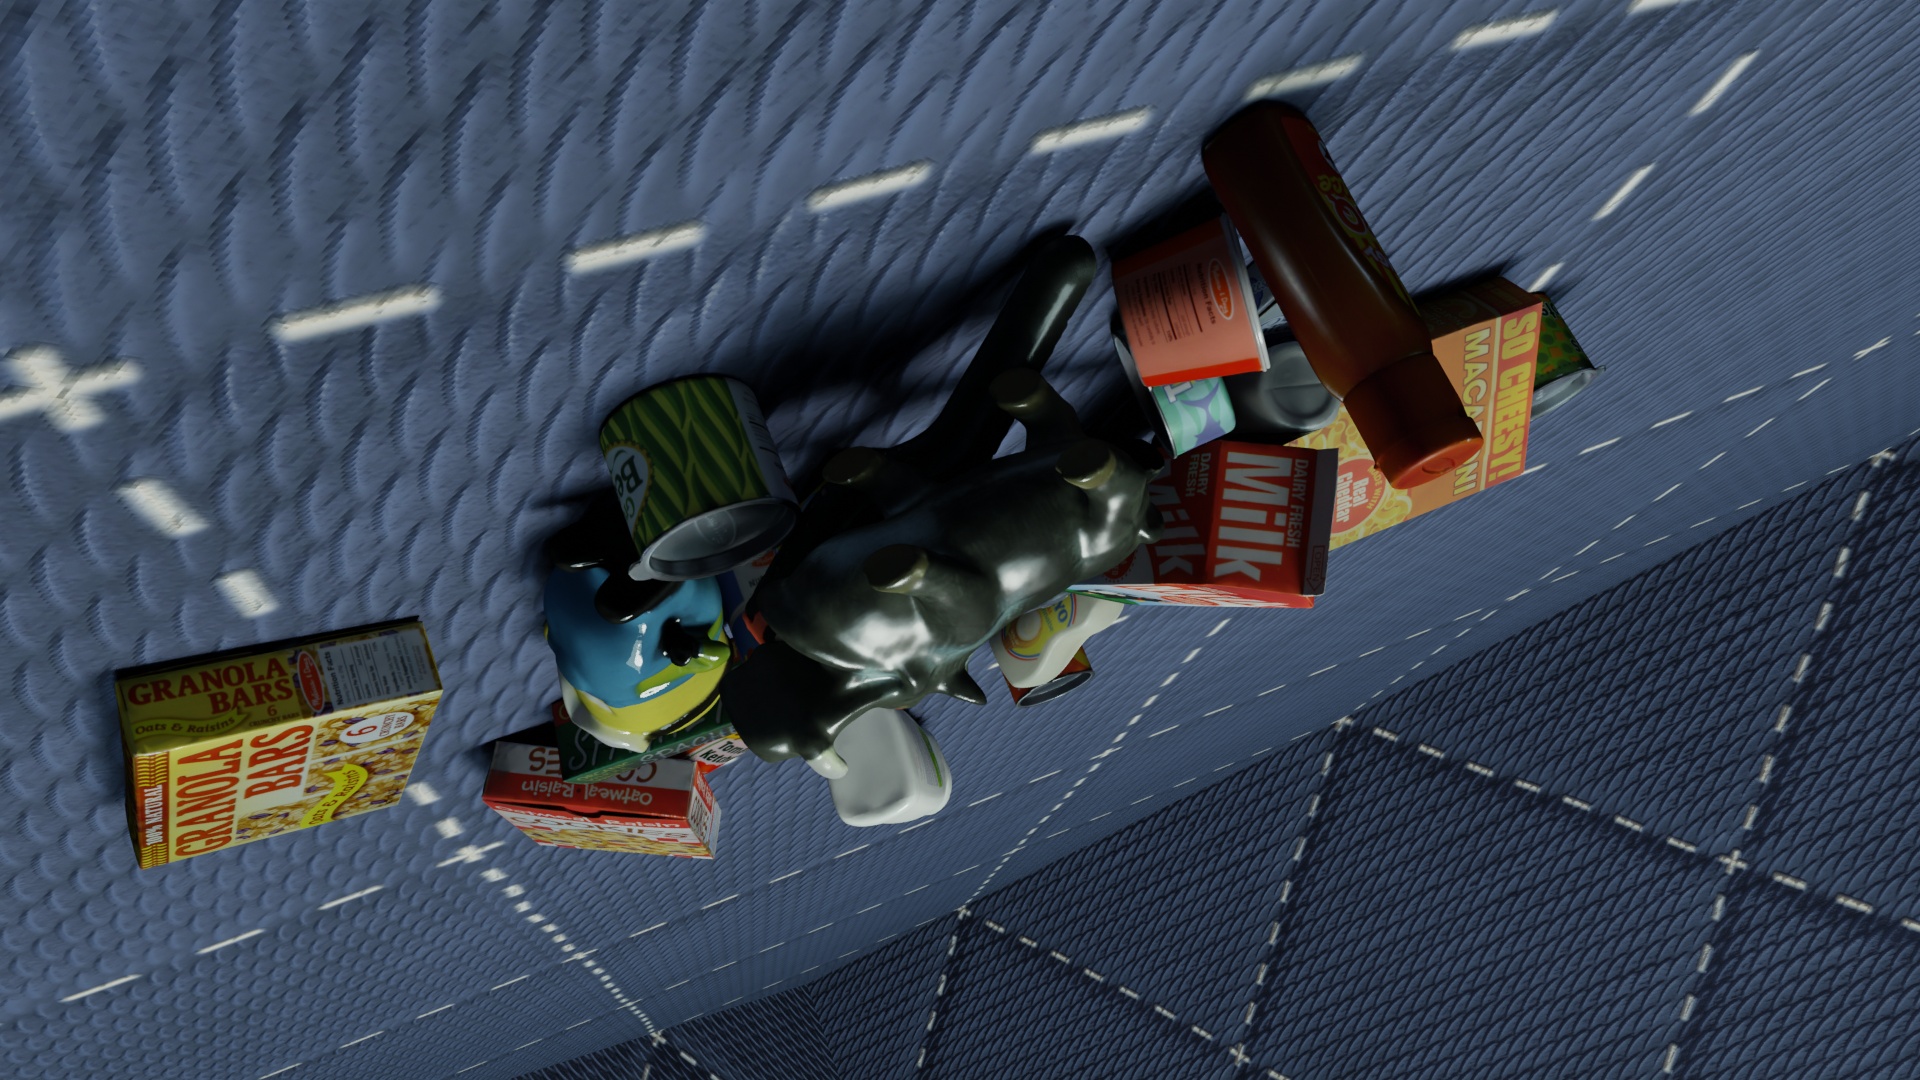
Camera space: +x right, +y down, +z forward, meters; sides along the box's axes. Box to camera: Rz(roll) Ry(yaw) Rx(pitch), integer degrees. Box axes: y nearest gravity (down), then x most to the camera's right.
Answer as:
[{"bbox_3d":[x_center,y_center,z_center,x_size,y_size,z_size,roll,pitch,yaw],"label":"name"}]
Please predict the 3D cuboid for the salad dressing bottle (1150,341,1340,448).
[{"bbox_3d":[0.143,-0.062,0.726,0.064,0.044,0.147,-9,173,-15],"label":"salad dressing bottle"}]

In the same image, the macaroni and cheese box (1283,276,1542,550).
[{"bbox_3d":[0.247,-0.068,0.799,0.167,0.040,0.123,-20,129,-12],"label":"macaroni and cheese box"}]

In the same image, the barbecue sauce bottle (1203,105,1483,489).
[{"bbox_3d":[0.144,-0.091,0.524,0.043,0.149,0.065,-33,159,27],"label":"barbecue sauce bottle"}]

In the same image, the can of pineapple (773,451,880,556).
[{"bbox_3d":[-0.049,-0.002,0.671,0.071,0.071,0.057,-3,152,-46],"label":"can of pineapple"}]

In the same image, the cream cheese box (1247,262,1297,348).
[{"bbox_3d":[0.169,-0.115,0.685,0.104,0.024,0.053,-7,155,-41],"label":"cream cheese box"}]

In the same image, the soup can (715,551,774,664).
[{"bbox_3d":[-0.086,0.044,0.723,0.071,0.084,0.071,-21,162,-7],"label":"soup can"}]

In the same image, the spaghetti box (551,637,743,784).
[{"bbox_3d":[-0.122,0.080,0.784,0.250,0.050,0.028,-21,161,17],"label":"spaghetti box"}]

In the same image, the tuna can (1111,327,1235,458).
[{"bbox_3d":[0.099,-0.075,0.645,0.033,0.071,0.071,-26,161,3],"label":"tuna can"}]

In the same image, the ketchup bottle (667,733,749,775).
[{"bbox_3d":[-0.130,0.107,0.909,0.148,0.043,0.064,-29,158,15],"label":"ketchup bottle"}]

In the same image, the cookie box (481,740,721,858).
[{"bbox_3d":[-0.226,0.173,0.903,0.123,0.040,0.166,6,158,-2],"label":"cookie box"}]

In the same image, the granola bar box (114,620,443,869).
[{"bbox_3d":[-0.324,0.098,0.658,0.124,0.039,0.164,-11,158,-34],"label":"granola bar box"}]

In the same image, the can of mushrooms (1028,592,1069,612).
[{"bbox_3d":[0.048,0.021,0.903,0.071,0.033,0.070,-22,161,-8],"label":"can of mushrooms"}]

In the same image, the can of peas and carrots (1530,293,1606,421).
[{"bbox_3d":[0.350,-0.112,0.858,0.071,0.059,0.070,-22,161,-8],"label":"can of peas and carrots"}]

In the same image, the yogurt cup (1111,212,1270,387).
[{"bbox_3d":[0.096,-0.097,0.582,0.054,0.072,0.072,-15,164,13],"label":"yogurt cup"}]

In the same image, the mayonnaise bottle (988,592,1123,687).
[{"bbox_3d":[0.077,0.042,0.955,0.041,0.065,0.147,-1,147,-41],"label":"mayonnaise bottle"}]

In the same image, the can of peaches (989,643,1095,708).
[{"bbox_3d":[0.061,0.089,1.068,0.071,0.058,0.071,-20,161,-7],"label":"can of peaches"}]

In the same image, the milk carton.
[{"bbox_3d":[0.120,-0.006,0.710,0.073,0.072,0.190,12,171,-30],"label":"milk carton"}]

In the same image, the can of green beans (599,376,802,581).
[{"bbox_3d":[-0.104,-0.024,0.553,0.071,0.058,0.071,-21,162,-7],"label":"can of green beans"}]
